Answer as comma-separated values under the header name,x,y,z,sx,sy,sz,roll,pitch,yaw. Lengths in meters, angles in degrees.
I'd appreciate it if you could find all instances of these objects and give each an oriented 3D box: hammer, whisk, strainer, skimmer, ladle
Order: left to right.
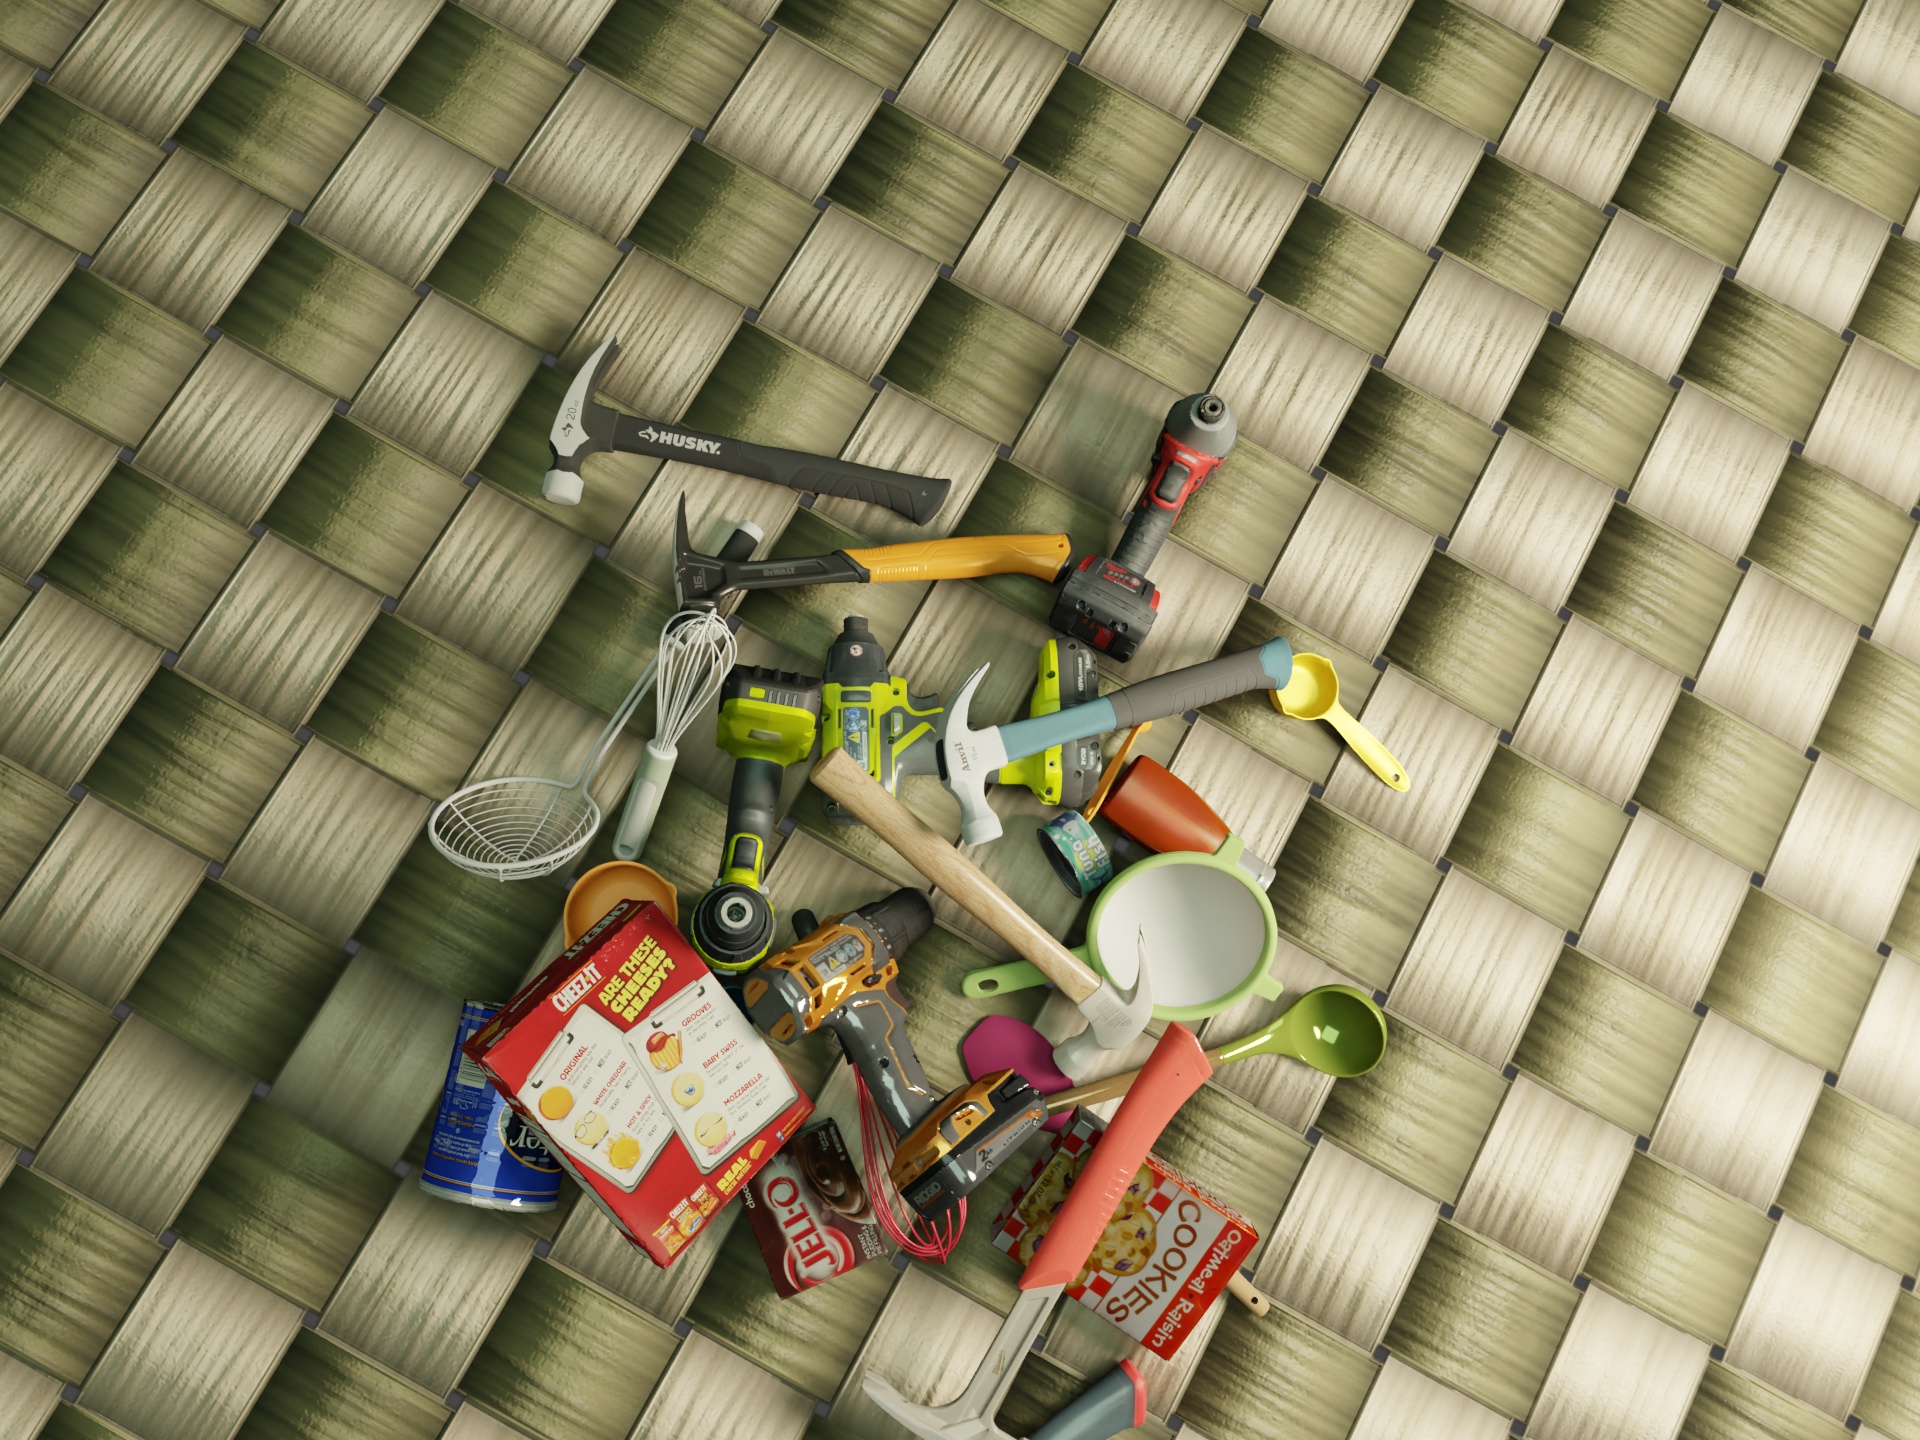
name,x,y,z,sx,sy,sz,roll,pitch,yaw
skimmer,-0.278,-0.027,1.269,0.127,0.090,0.363,24,74,31
whisk,-0.227,0.016,1.223,0.058,0.059,0.246,22,120,-5
hammer,-0.173,-0.225,1.343,0.334,0.035,0.146,11,80,-3
whisk,-0.070,0.284,1.250,0.073,0.073,0.296,-22,77,-9
hammer,-0.068,-0.136,1.316,0.336,0.034,0.127,-5,67,-15
hammer,-0.023,0.608,1.206,0.386,0.038,0.143,-36,83,-10
hammer,0.019,0.137,1.230,0.331,0.031,0.130,42,110,-10
hammer,0.074,0.384,1.191,0.149,0.036,0.359,30,89,2
strainer,0.125,0.175,1.290,0.256,0.069,0.151,-15,110,9
hammer,0.128,-0.008,1.254,0.331,0.033,0.128,-16,84,-25
ladle,0.186,0.279,1.267,0.320,0.062,0.078,-14,100,-9

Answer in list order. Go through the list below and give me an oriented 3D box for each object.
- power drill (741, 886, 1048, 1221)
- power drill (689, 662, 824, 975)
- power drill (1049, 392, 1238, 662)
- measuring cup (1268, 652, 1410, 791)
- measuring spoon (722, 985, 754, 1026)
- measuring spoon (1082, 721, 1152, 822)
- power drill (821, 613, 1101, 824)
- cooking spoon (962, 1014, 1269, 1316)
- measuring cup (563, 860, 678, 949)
name,x,y,z,sx,sy,sz,roll,pitch,yaw
power drill,-0.035,0.240,1.216,0.226,0.084,0.185,49,43,10
power drill,-0.160,0.078,1.214,0.080,0.190,0.229,10,75,-7
power drill,0.160,-0.167,1.310,0.078,0.143,0.220,28,81,2
measuring cup,0.324,0.006,1.358,0.156,0.029,0.062,44,78,-9
measuring spoon,-0.174,0.274,1.265,0.042,0.021,0.128,-13,90,-19
measuring spoon,0.131,0.041,1.322,0.011,0.021,0.117,38,67,-15
power drill,-0.002,-0.004,1.299,0.223,0.080,0.171,-1,76,-3
cooking spoon,0.127,0.359,1.274,0.319,0.017,0.069,44,79,4
measuring cup,-0.245,0.191,1.255,0.095,0.052,0.173,-29,91,-9
